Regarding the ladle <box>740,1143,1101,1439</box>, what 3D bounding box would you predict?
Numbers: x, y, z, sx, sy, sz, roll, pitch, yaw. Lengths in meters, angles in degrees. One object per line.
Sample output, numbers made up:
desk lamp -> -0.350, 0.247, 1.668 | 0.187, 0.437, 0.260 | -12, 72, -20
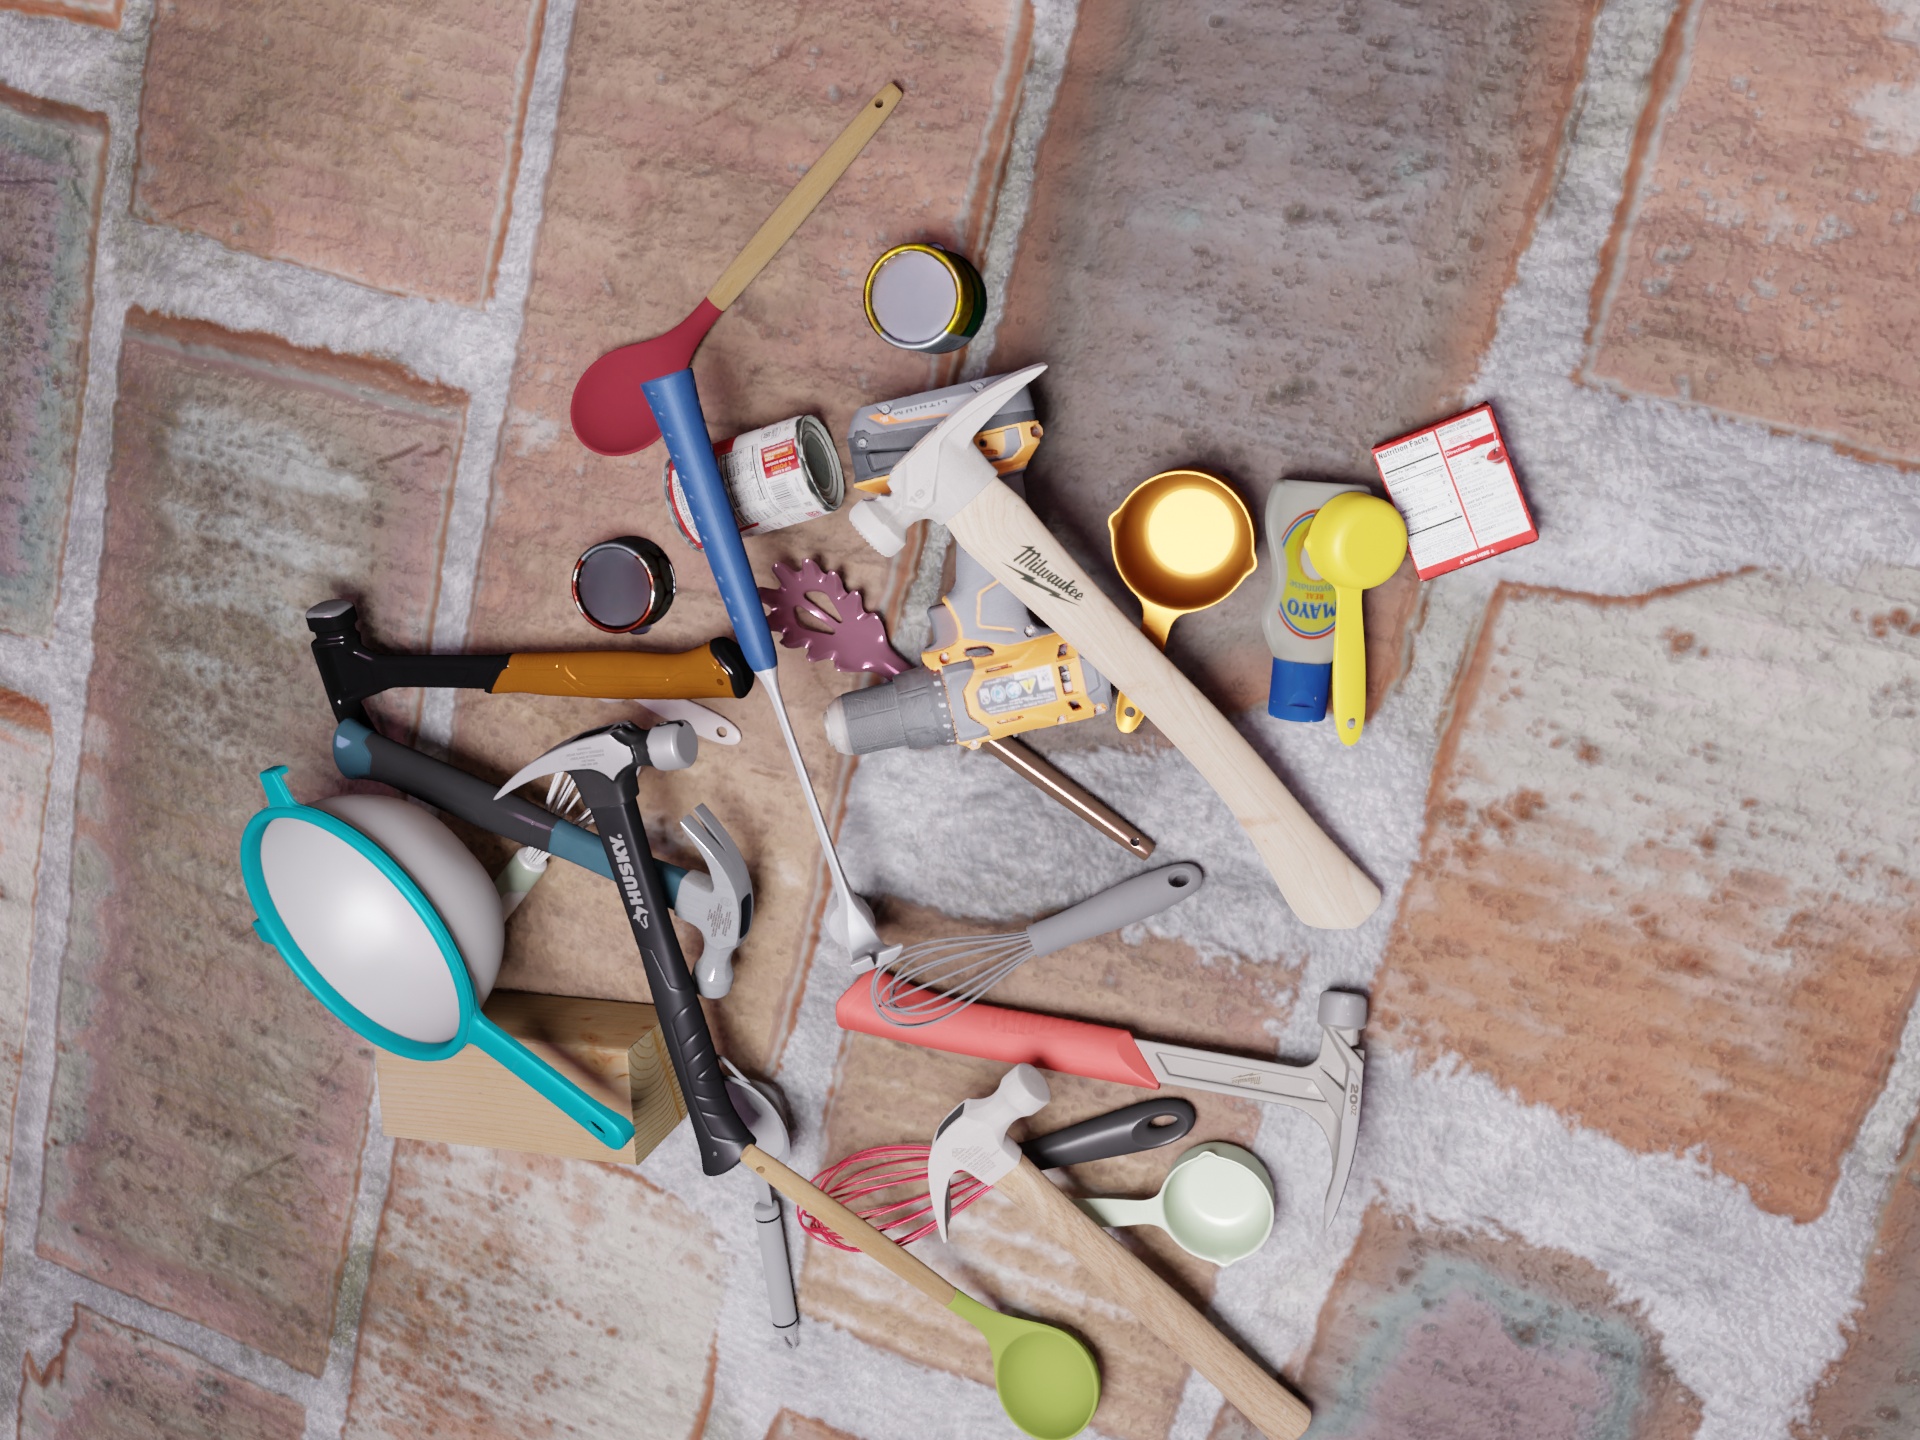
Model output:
ladle -> -0.026, 0.389, 1.086 | 0.320, 0.062, 0.078 | 41, 106, -18

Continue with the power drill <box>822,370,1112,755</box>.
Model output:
power drill -> -0.014, -0.091, 1.012 | 0.185, 0.084, 0.226 | -13, 99, 0

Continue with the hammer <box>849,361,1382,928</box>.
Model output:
hammer -> 0.125, -0.028, 0.973 | 0.146, 0.038, 0.410 | -42, 103, 11

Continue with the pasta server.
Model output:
pasta server -> -0.002, -0.003, 1.066 | 0.316, 0.040, 0.060 | 36, 93, 6

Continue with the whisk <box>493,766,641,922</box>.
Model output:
whisk -> -0.310, 0.098, 1.170 | 0.246, 0.057, 0.059 | -49, 55, 23

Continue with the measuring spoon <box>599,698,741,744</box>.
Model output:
measuring spoon -> -0.213, -0.010, 1.135 | 0.124, 0.018, 0.034 | 24, 106, 10

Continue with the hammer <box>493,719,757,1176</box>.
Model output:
hammer -> -0.208, 0.163, 1.084 | 0.146, 0.035, 0.334 | -7, 108, 21

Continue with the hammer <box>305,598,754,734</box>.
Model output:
hammer -> -0.303, -0.026, 1.127 | 0.337, 0.034, 0.127 | 0, 117, 17

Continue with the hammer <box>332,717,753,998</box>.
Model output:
hammer -> -0.297, 0.078, 1.120 | 0.331, 0.033, 0.128 | 22, 115, 10

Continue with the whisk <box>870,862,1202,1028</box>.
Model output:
whisk -> 0.049, 0.145, 1.062 | 0.239, 0.055, 0.055 | -23, 94, 5

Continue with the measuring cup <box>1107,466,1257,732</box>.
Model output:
measuring cup -> 0.131, -0.077, 1.009 | 0.095, 0.052, 0.173 | 19, 111, 10

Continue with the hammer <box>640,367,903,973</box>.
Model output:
hammer -> -0.120, -0.024, 1.019 | 0.035, 0.144, 0.405 | -20, 103, -10

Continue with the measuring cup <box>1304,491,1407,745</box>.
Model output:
measuring cup -> 0.241, -0.058, 0.956 | 0.062, 0.029, 0.156 | -7, 104, -16

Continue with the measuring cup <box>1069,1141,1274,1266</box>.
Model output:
measuring cup -> 0.133, 0.329, 1.092 | 0.167, 0.038, 0.083 | -8, 98, 19

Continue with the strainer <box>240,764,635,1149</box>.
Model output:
strainer -> -0.340, 0.163, 1.100 | 0.340, 0.095, 0.211 | 35, 133, 9

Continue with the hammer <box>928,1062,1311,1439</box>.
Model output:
hammer -> 0.110, 0.375, 1.069 | 0.331, 0.031, 0.130 | 44, 112, -9

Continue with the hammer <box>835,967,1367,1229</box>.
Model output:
hammer -> 0.086, 0.232, 1.070 | 0.359, 0.036, 0.149 | 6, 80, 18

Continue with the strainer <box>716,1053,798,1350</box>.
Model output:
strainer -> -0.144, 0.353, 1.174 | 0.087, 0.050, 0.258 | 5, 109, 36

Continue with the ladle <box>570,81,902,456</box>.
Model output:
ladle -> -0.148, -0.298, 1.058 | 0.069, 0.031, 0.315 | 46, 107, 1

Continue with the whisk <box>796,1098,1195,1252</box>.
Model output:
whisk -> 0.022, 0.313, 1.112 | 0.296, 0.073, 0.073 | -19, 95, 12
